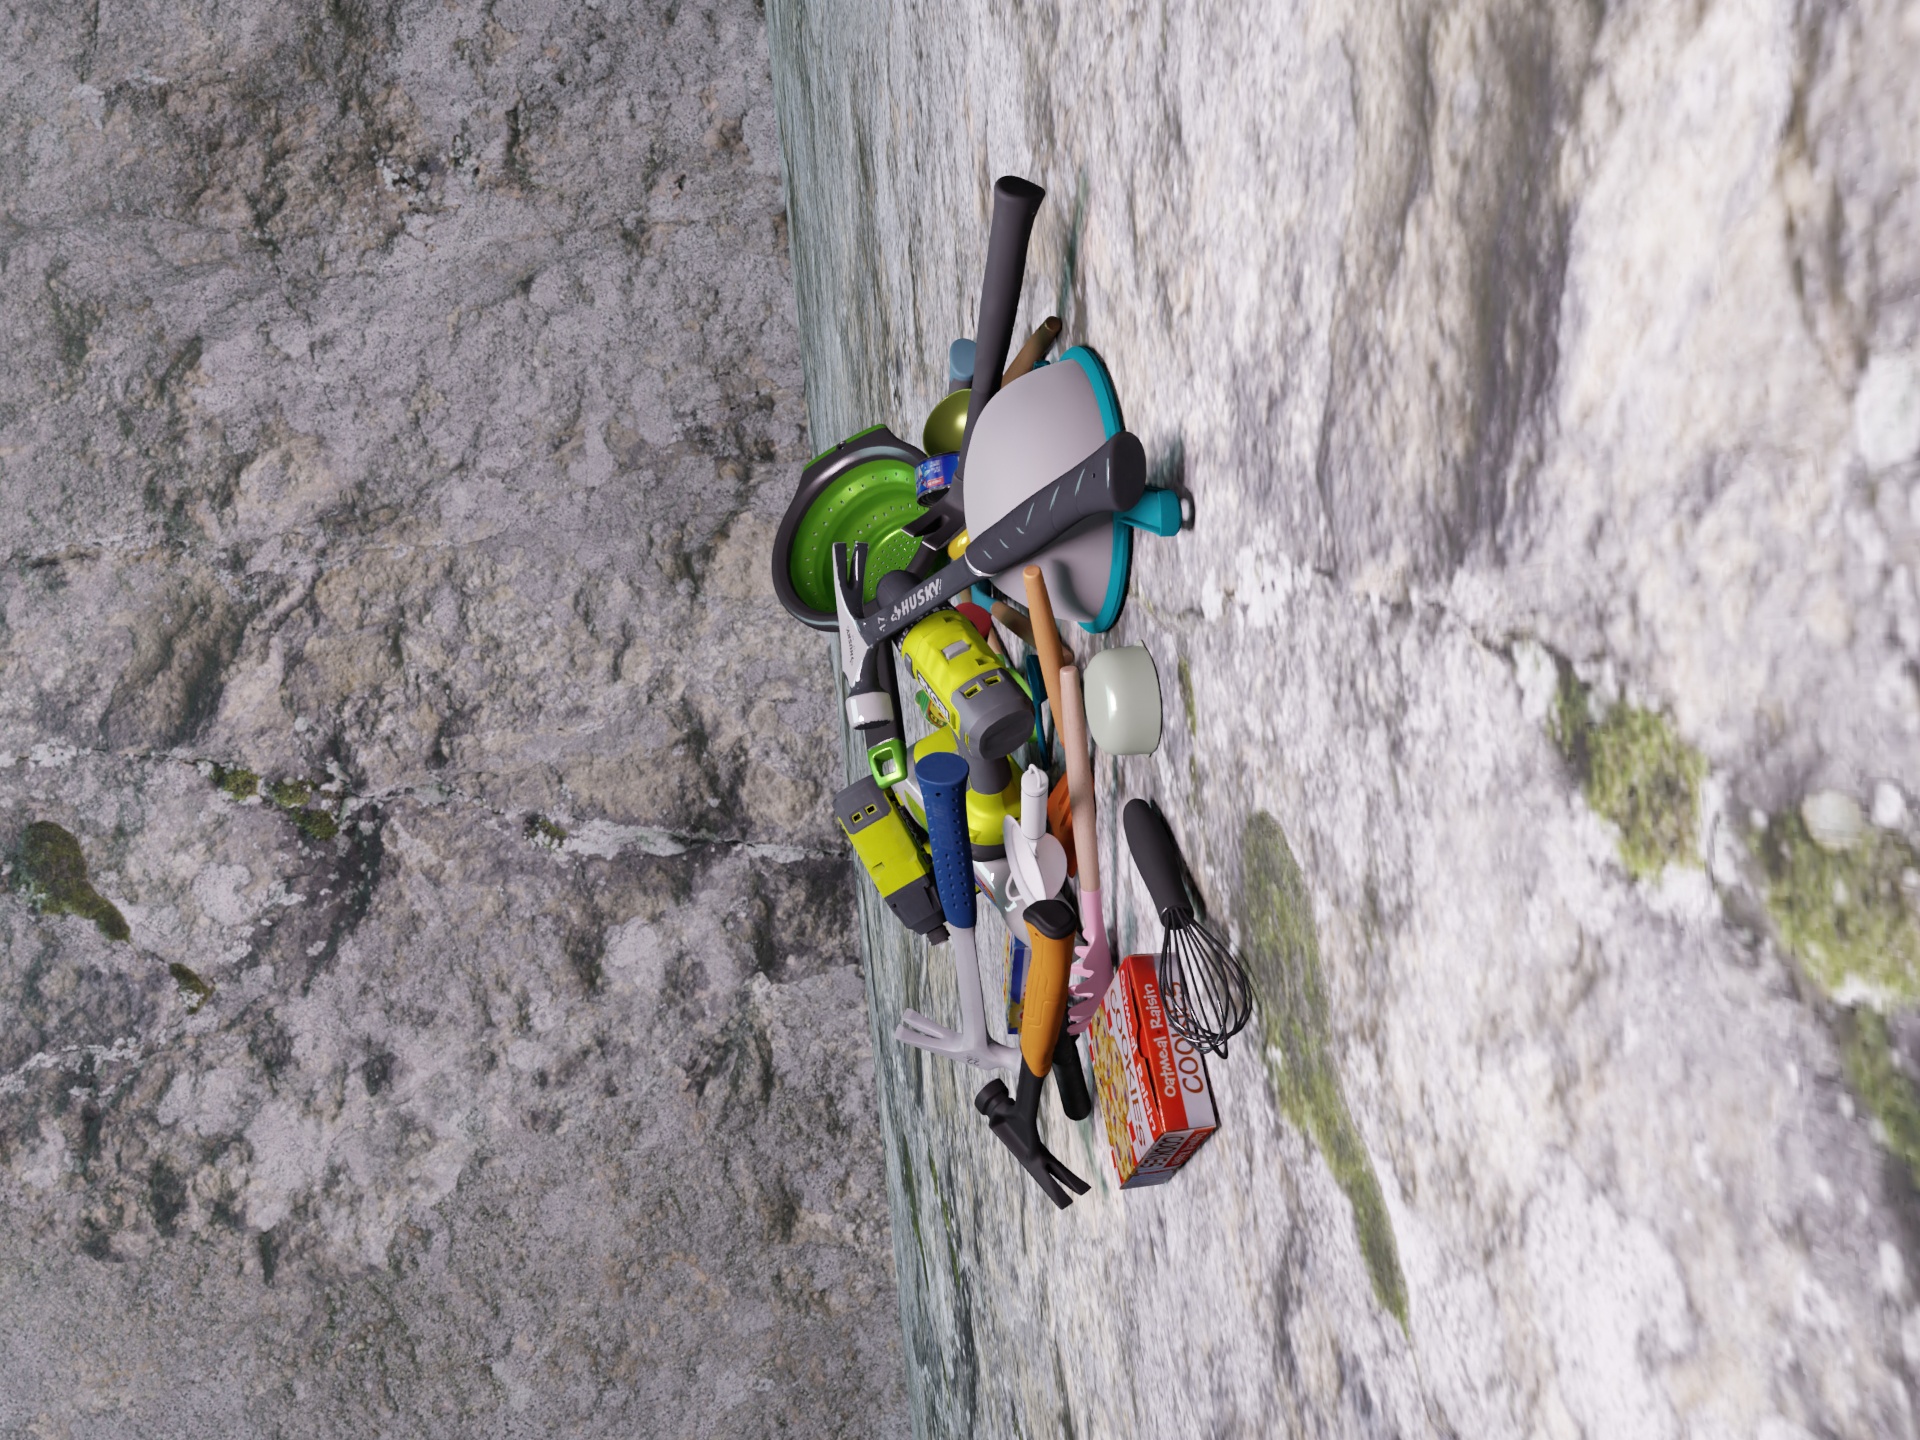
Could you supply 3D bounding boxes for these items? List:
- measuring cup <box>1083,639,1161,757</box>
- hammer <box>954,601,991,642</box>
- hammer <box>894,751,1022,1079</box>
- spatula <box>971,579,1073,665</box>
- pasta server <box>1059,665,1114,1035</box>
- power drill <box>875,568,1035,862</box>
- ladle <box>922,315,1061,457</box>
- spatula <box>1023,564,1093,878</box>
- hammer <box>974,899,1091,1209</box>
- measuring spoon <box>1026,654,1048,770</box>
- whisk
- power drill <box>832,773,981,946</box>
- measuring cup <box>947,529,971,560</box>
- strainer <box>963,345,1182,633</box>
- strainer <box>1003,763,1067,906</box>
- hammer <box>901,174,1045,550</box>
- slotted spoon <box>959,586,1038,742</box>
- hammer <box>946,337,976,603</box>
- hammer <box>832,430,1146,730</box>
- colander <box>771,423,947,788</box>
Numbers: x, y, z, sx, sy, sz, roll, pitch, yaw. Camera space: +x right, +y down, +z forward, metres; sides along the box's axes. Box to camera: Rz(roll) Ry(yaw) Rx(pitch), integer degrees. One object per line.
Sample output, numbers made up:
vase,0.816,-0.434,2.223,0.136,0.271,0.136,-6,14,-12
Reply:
measuring cup,0.100,-0.020,1.140,0.168,0.038,0.083,-146,51,-75
hammer,0.015,0.010,1.508,0.386,0.038,0.143,88,170,-66
hammer,-0.004,0.177,1.357,0.405,0.144,0.035,83,-156,-45
spatula,0.052,-0.097,1.428,0.318,0.044,0.082,-133,39,-66
pasta server,0.089,0.104,1.211,0.060,0.040,0.316,-81,-15,-63
power drill,-0.002,-0.004,1.320,0.191,0.080,0.228,53,165,35
ladle,0.026,-0.287,1.365,0.320,0.062,0.078,150,139,-76
spatula,0.070,0.000,1.210,0.322,0.041,0.081,73,180,-50
hammer,0.065,0.259,1.256,0.127,0.034,0.336,45,149,32
measuring spoon,0.076,-0.006,1.378,0.042,0.021,0.128,-111,8,-47
whisk,0.135,0.123,1.013,0.239,0.055,0.055,-103,11,-56
power drill,-0.044,0.138,1.584,0.171,0.080,0.223,60,-171,6
measuring cup,0.024,-0.180,1.462,0.062,0.029,0.156,-61,11,-13
strainer,0.063,-0.152,1.109,0.340,0.095,0.211,-130,35,-75
strainer,0.058,0.087,1.213,0.258,0.050,0.087,85,162,-66
hammer,0.019,-0.267,1.202,0.146,0.035,0.334,-51,-15,-30
slotted spoon,0.030,-0.068,1.556,0.314,0.031,0.070,-110,11,-60
hammer,-0.010,-0.237,1.627,0.330,0.033,0.128,98,173,-45
hammer,0.005,-0.111,1.116,0.409,0.036,0.149,-27,71,58
colander,-0.069,-0.099,1.537,0.094,0.204,0.398,35,-142,-49
